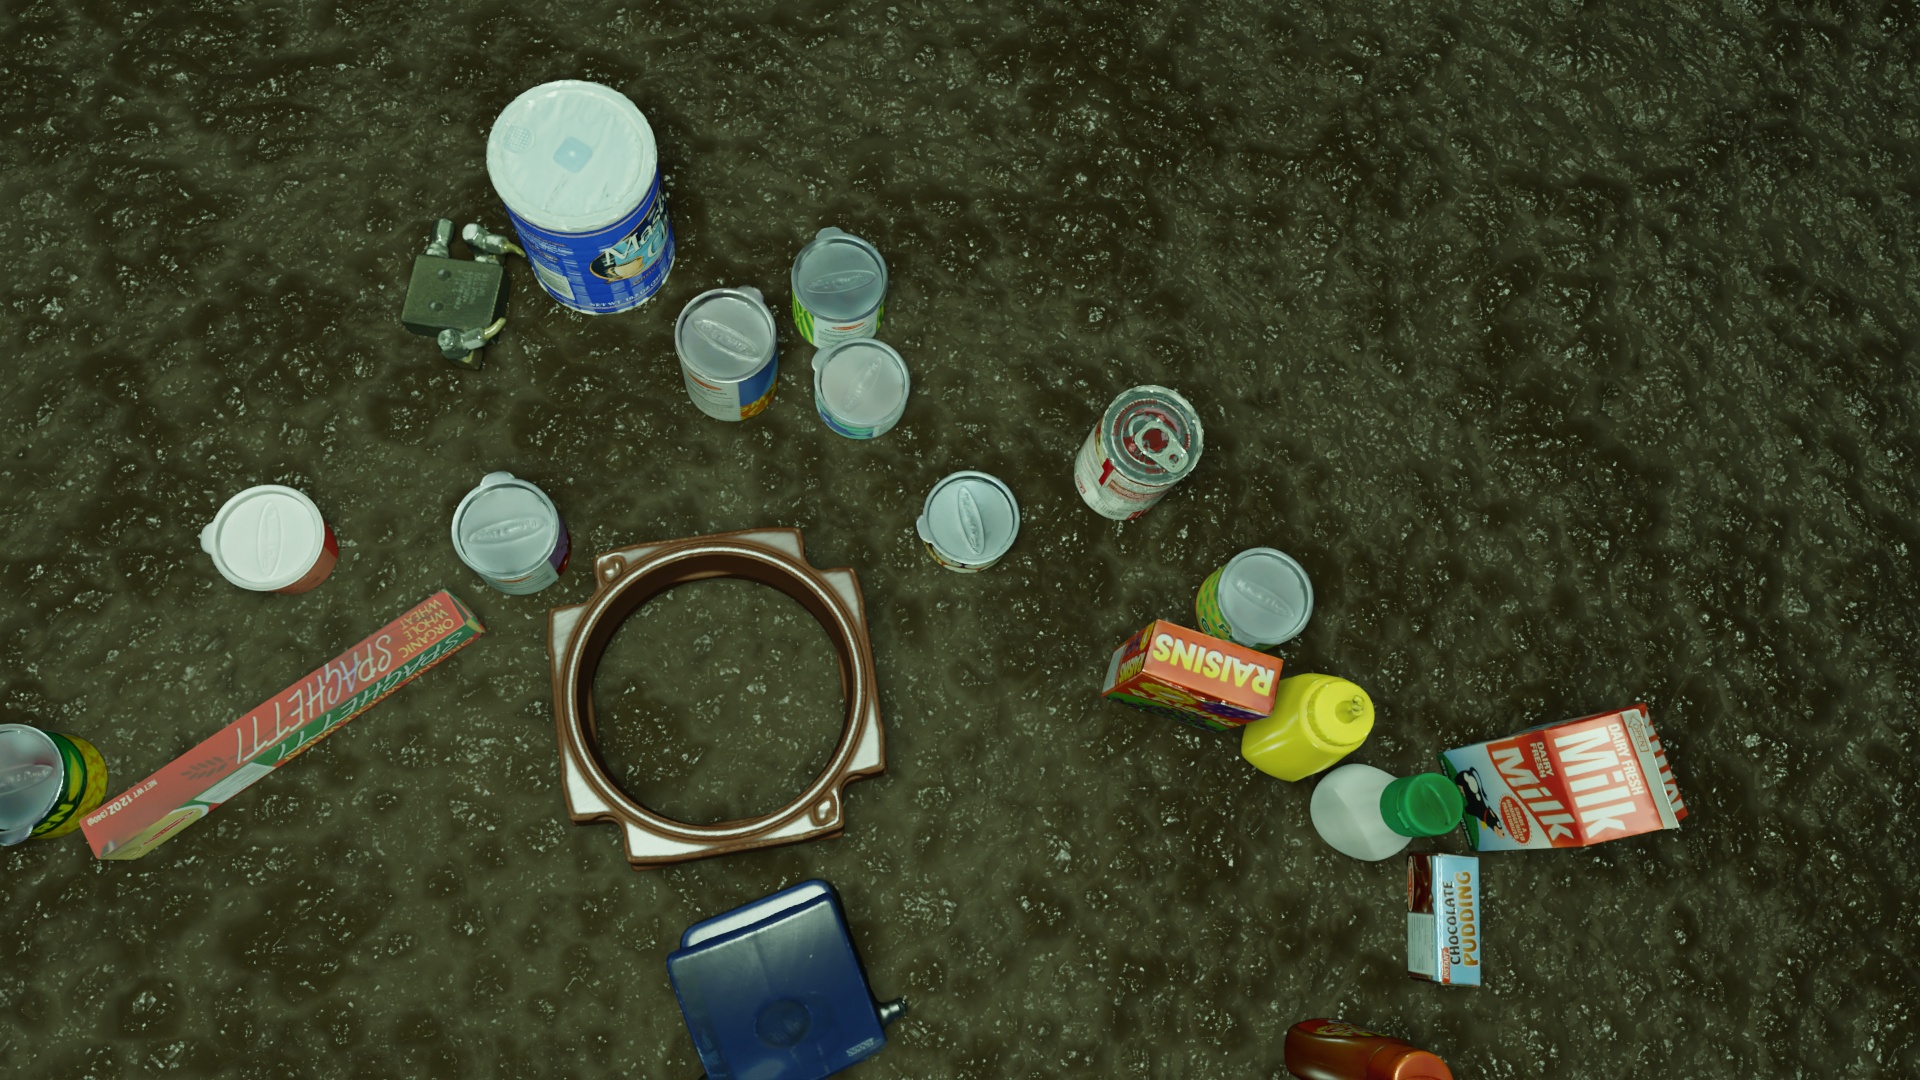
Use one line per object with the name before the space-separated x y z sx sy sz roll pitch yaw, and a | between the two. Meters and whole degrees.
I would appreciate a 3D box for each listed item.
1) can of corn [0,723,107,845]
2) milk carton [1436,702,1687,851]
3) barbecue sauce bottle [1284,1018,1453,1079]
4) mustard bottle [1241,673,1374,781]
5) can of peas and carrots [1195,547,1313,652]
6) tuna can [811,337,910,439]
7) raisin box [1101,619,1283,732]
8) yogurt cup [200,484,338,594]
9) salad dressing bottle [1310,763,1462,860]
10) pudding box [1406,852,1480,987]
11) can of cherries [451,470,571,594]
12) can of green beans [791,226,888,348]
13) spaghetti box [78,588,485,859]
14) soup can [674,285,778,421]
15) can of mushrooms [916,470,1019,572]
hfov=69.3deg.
can of corn | -0.562 0.149 0.838 0.071 0.058 0.071 2 76 -6
milk carton | 0.385 0.151 0.880 0.073 0.190 0.072 -13 79 -9
barbecue sauce bottle | 0.250 0.321 0.844 0.065 0.148 0.044 6 76 -5
mustard bottle | 0.226 0.116 0.885 0.049 0.160 0.065 28 75 0
can of peas and carrots | 0.199 0.045 0.952 0.071 0.058 0.071 2 76 -6
tuna can | -0.071 -0.107 0.971 0.071 0.032 0.071 2 76 -6
raisin box | 0.147 0.090 0.902 0.086 0.123 0.040 19 75 -2
yogurt cup | -0.436 0.003 0.891 0.072 0.054 0.072 2 76 -6
salad dressing bottle | 0.270 0.171 0.883 0.044 0.147 0.064 -28 81 -12
pudding box | 0.319 0.250 0.921 0.030 0.049 0.084 5 76 -5
can of cherries | -0.291 -0.004 0.907 0.071 0.058 0.071 2 76 -6
can of green beans | -0.085 -0.172 0.973 0.071 0.057 0.071 2 76 -6
spaghetti box | -0.416 0.113 0.868 0.251 0.050 0.029 -35 83 -13
soup can | -0.155 -0.126 0.940 0.071 0.083 0.071 2 77 -6
can of mushrooms | 0.003 -0.012 0.956 0.071 0.033 0.071 2 76 -6
